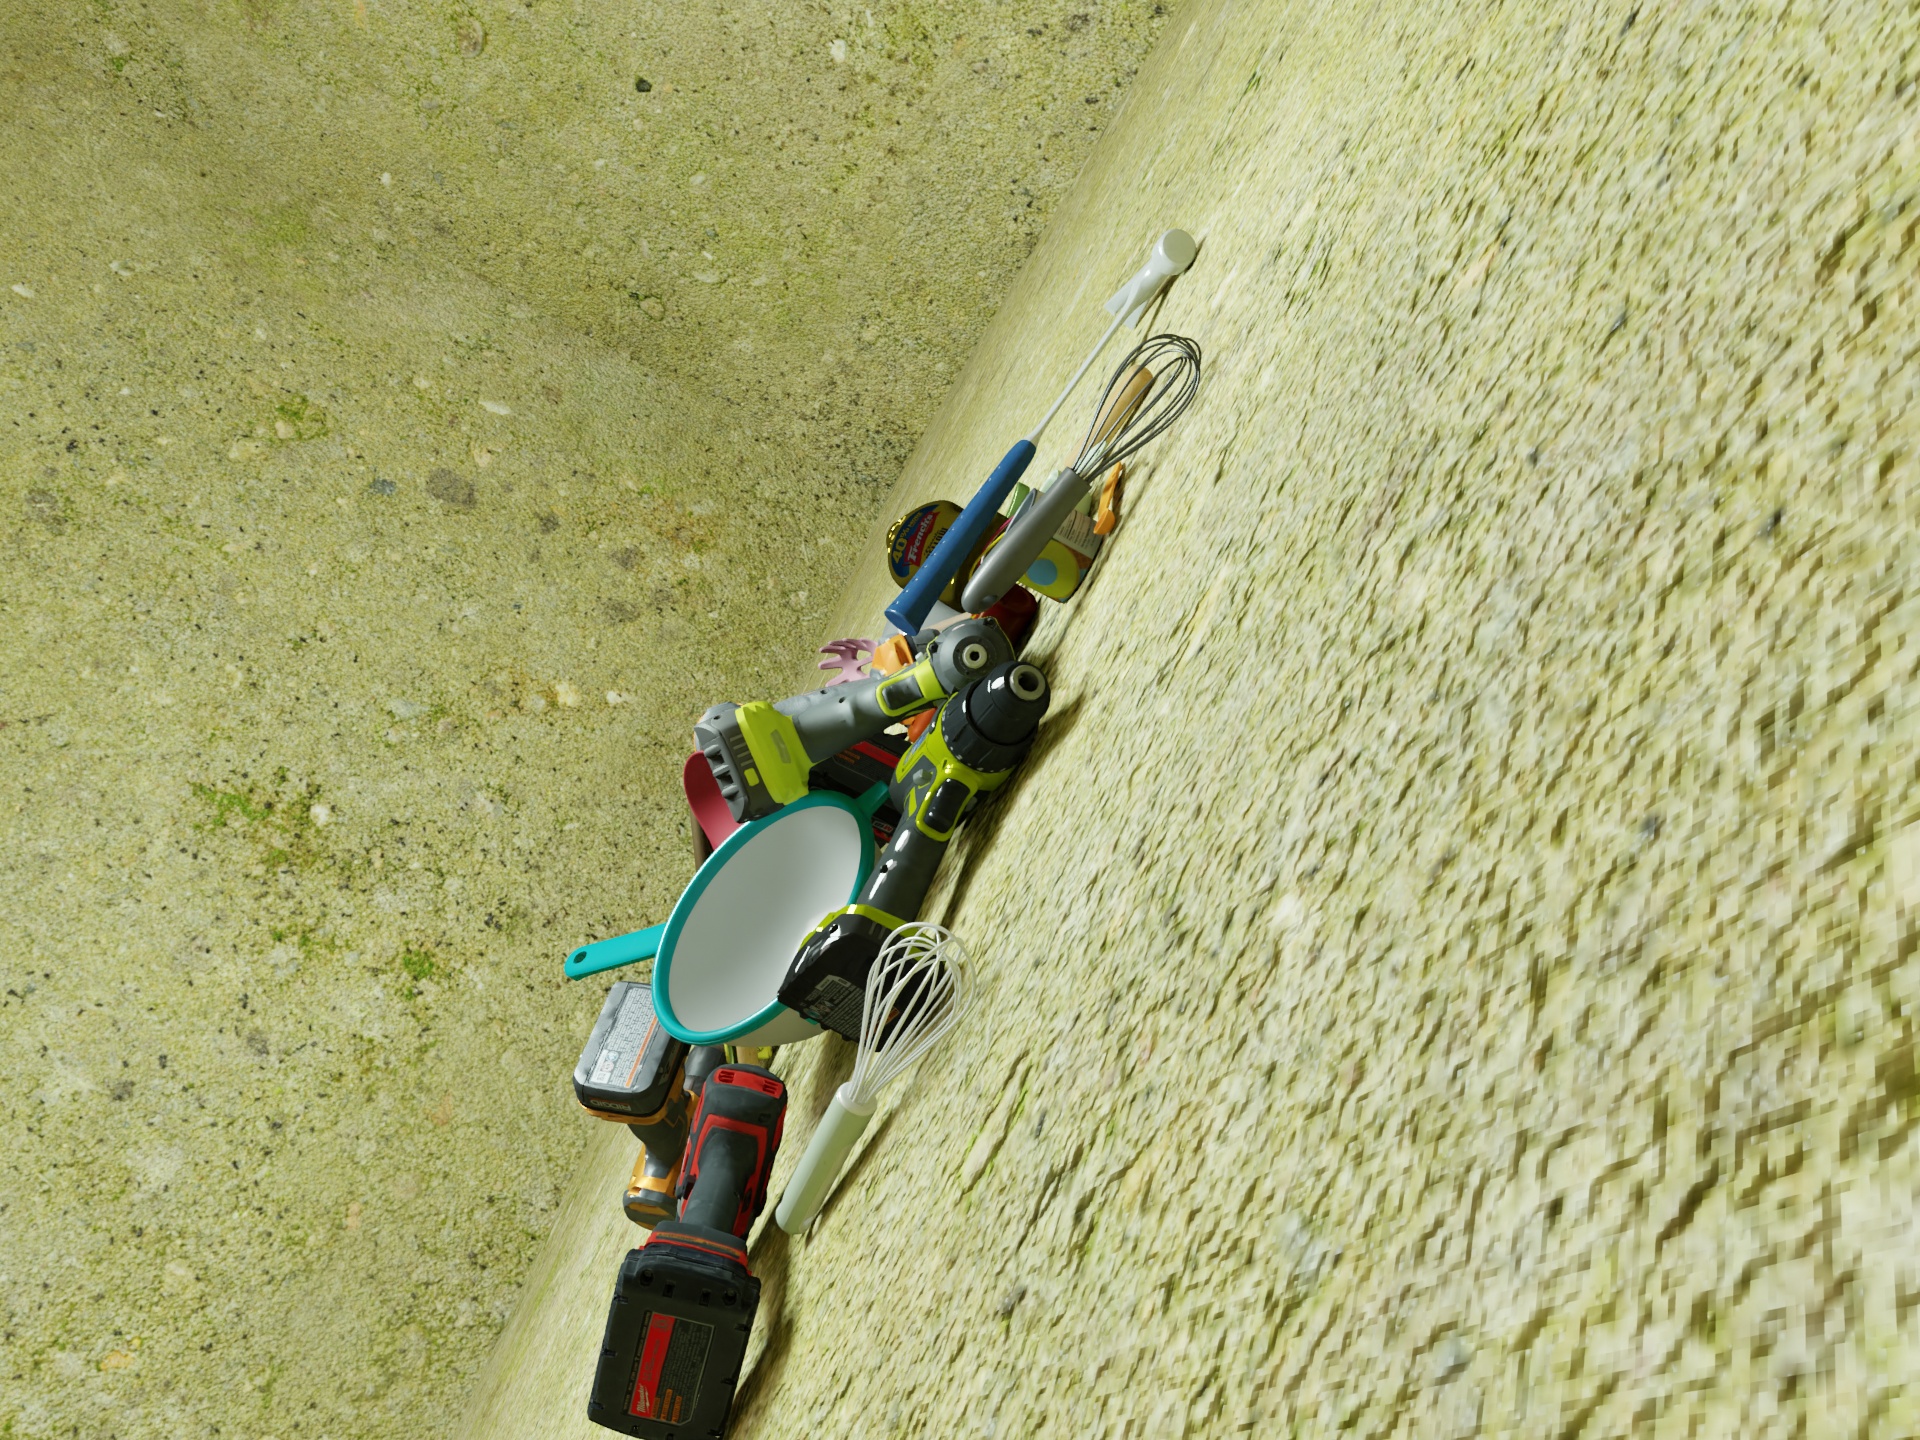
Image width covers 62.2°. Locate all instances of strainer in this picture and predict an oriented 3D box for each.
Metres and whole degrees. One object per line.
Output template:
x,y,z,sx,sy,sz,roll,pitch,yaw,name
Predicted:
-0.167,0.177,1.204,0.340,0.095,0.211,-19,41,38,strainer
-0.016,-0.131,1.579,0.256,0.069,0.151,-62,9,16,strainer

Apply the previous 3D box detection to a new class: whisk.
0.079,-0.166,1.086,0.239,0.055,0.055,-50,11,10,whisk
0.079,-0.188,1.299,0.245,0.047,0.051,-54,11,31,whisk
-0.055,0.210,0.904,0.058,0.059,0.246,-31,-28,-57,whisk

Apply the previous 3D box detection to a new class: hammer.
0.063,-0.241,1.362,0.405,0.035,0.144,-55,6,-12,hammer

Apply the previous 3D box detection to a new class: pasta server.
-0.046,-0.072,1.482,0.040,0.060,0.316,-22,3,-31,pasta server

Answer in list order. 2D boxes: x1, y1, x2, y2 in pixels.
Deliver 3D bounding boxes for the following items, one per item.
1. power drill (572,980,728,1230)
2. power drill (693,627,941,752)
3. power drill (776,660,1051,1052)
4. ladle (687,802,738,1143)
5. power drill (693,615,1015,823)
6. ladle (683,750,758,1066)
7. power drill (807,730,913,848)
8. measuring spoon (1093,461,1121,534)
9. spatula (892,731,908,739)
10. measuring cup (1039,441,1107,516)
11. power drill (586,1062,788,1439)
-0.261,0.323,1.419,0.226,0.084,0.185,84,-163,-45,power drill
-0.124,-0.009,1.394,0.226,0.084,0.164,-19,2,-10,power drill
-0.021,0.077,0.992,0.229,0.080,0.190,-65,8,-30,power drill
-0.213,0.203,1.318,0.078,0.062,0.320,-141,45,-80,ladle
-0.067,-0.008,1.125,0.223,0.080,0.171,-24,-1,-1,power drill
-0.181,0.176,1.280,0.031,0.069,0.315,-17,-74,-53,ladle
-0.121,0.092,1.308,0.219,0.143,0.079,-51,17,43,power drill
0.111,-0.162,1.156,0.021,0.011,0.117,-57,7,31,measuring spoon
-0.133,0.045,1.441,0.059,0.018,0.316,-44,-13,23,spatula
0.088,-0.166,1.204,0.083,0.038,0.167,-67,12,-22,measuring cup
-0.164,0.346,0.995,0.227,0.080,0.187,-84,9,-72,power drill
